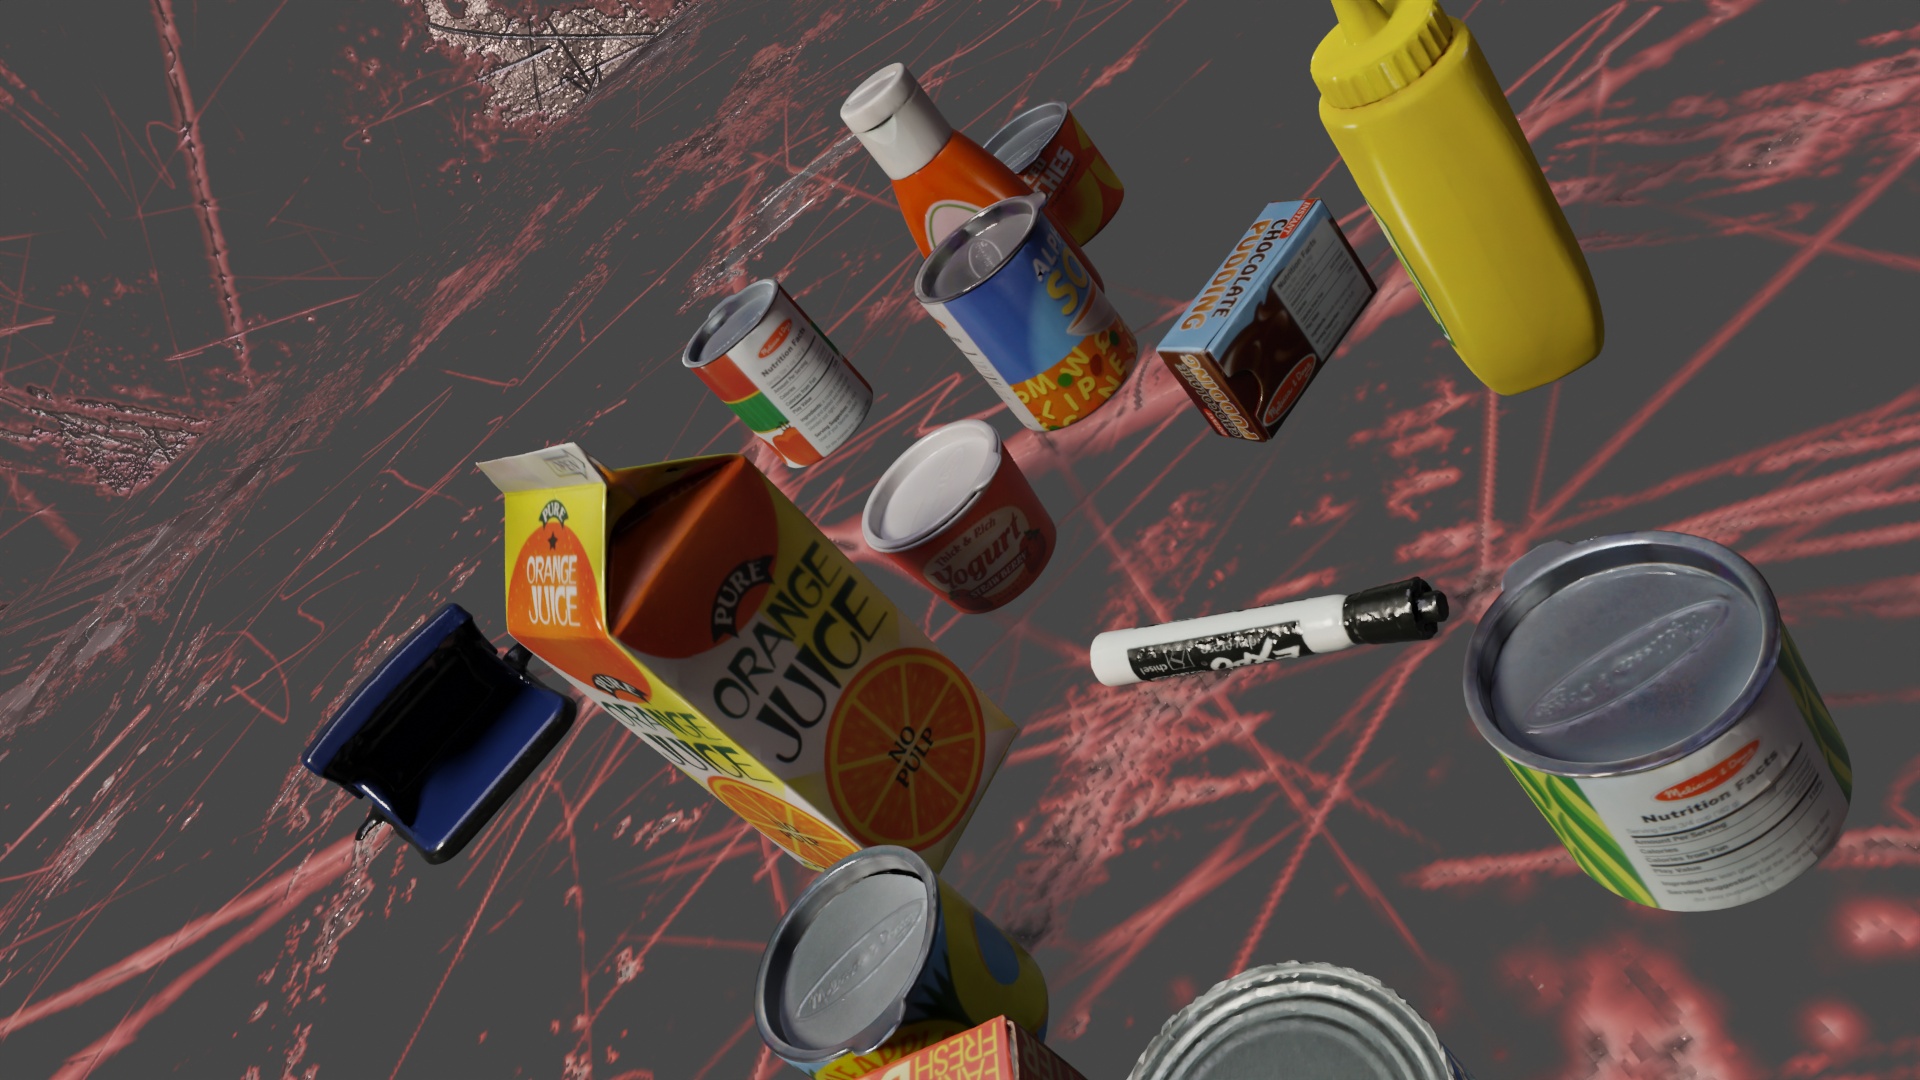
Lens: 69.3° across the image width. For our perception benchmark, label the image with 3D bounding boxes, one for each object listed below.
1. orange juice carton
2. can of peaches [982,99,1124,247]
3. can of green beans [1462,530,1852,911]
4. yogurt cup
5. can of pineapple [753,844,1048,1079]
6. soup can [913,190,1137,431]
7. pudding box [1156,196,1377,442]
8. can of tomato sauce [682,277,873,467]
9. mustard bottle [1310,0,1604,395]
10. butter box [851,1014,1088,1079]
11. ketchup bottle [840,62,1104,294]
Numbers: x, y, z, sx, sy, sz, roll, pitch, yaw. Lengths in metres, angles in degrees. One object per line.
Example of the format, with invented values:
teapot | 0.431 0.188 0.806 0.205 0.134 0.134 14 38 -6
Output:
orange juice carton | -0.074 0.035 0.459 0.071 0.192 0.073 -2 49 49
can of peaches | 0.045 -0.189 0.738 0.071 0.058 0.071 -30 32 21
can of green beans | 0.158 0.041 0.315 0.071 0.057 0.071 -30 32 21
yogurt cup | 0.002 -0.007 0.562 0.072 0.054 0.073 -30 32 21
can of pineapple | -0.016 0.133 0.401 0.071 0.057 0.071 -30 32 21
soup can | 0.032 -0.101 0.616 0.071 0.083 0.072 -30 32 21
pudding box | 0.118 -0.085 0.530 0.084 0.049 0.030 -53 31 -16
can of tomato sauce | -0.099 -0.090 0.756 0.071 0.083 0.071 -30 32 21
mustard bottle | 0.147 -0.117 0.426 0.048 0.160 0.066 -28 33 24
butter box | -0.014 0.163 0.365 0.103 0.053 0.024 -30 32 20
ketchup bottle | 0.004 -0.154 0.651 0.064 0.148 0.044 -25 35 29
